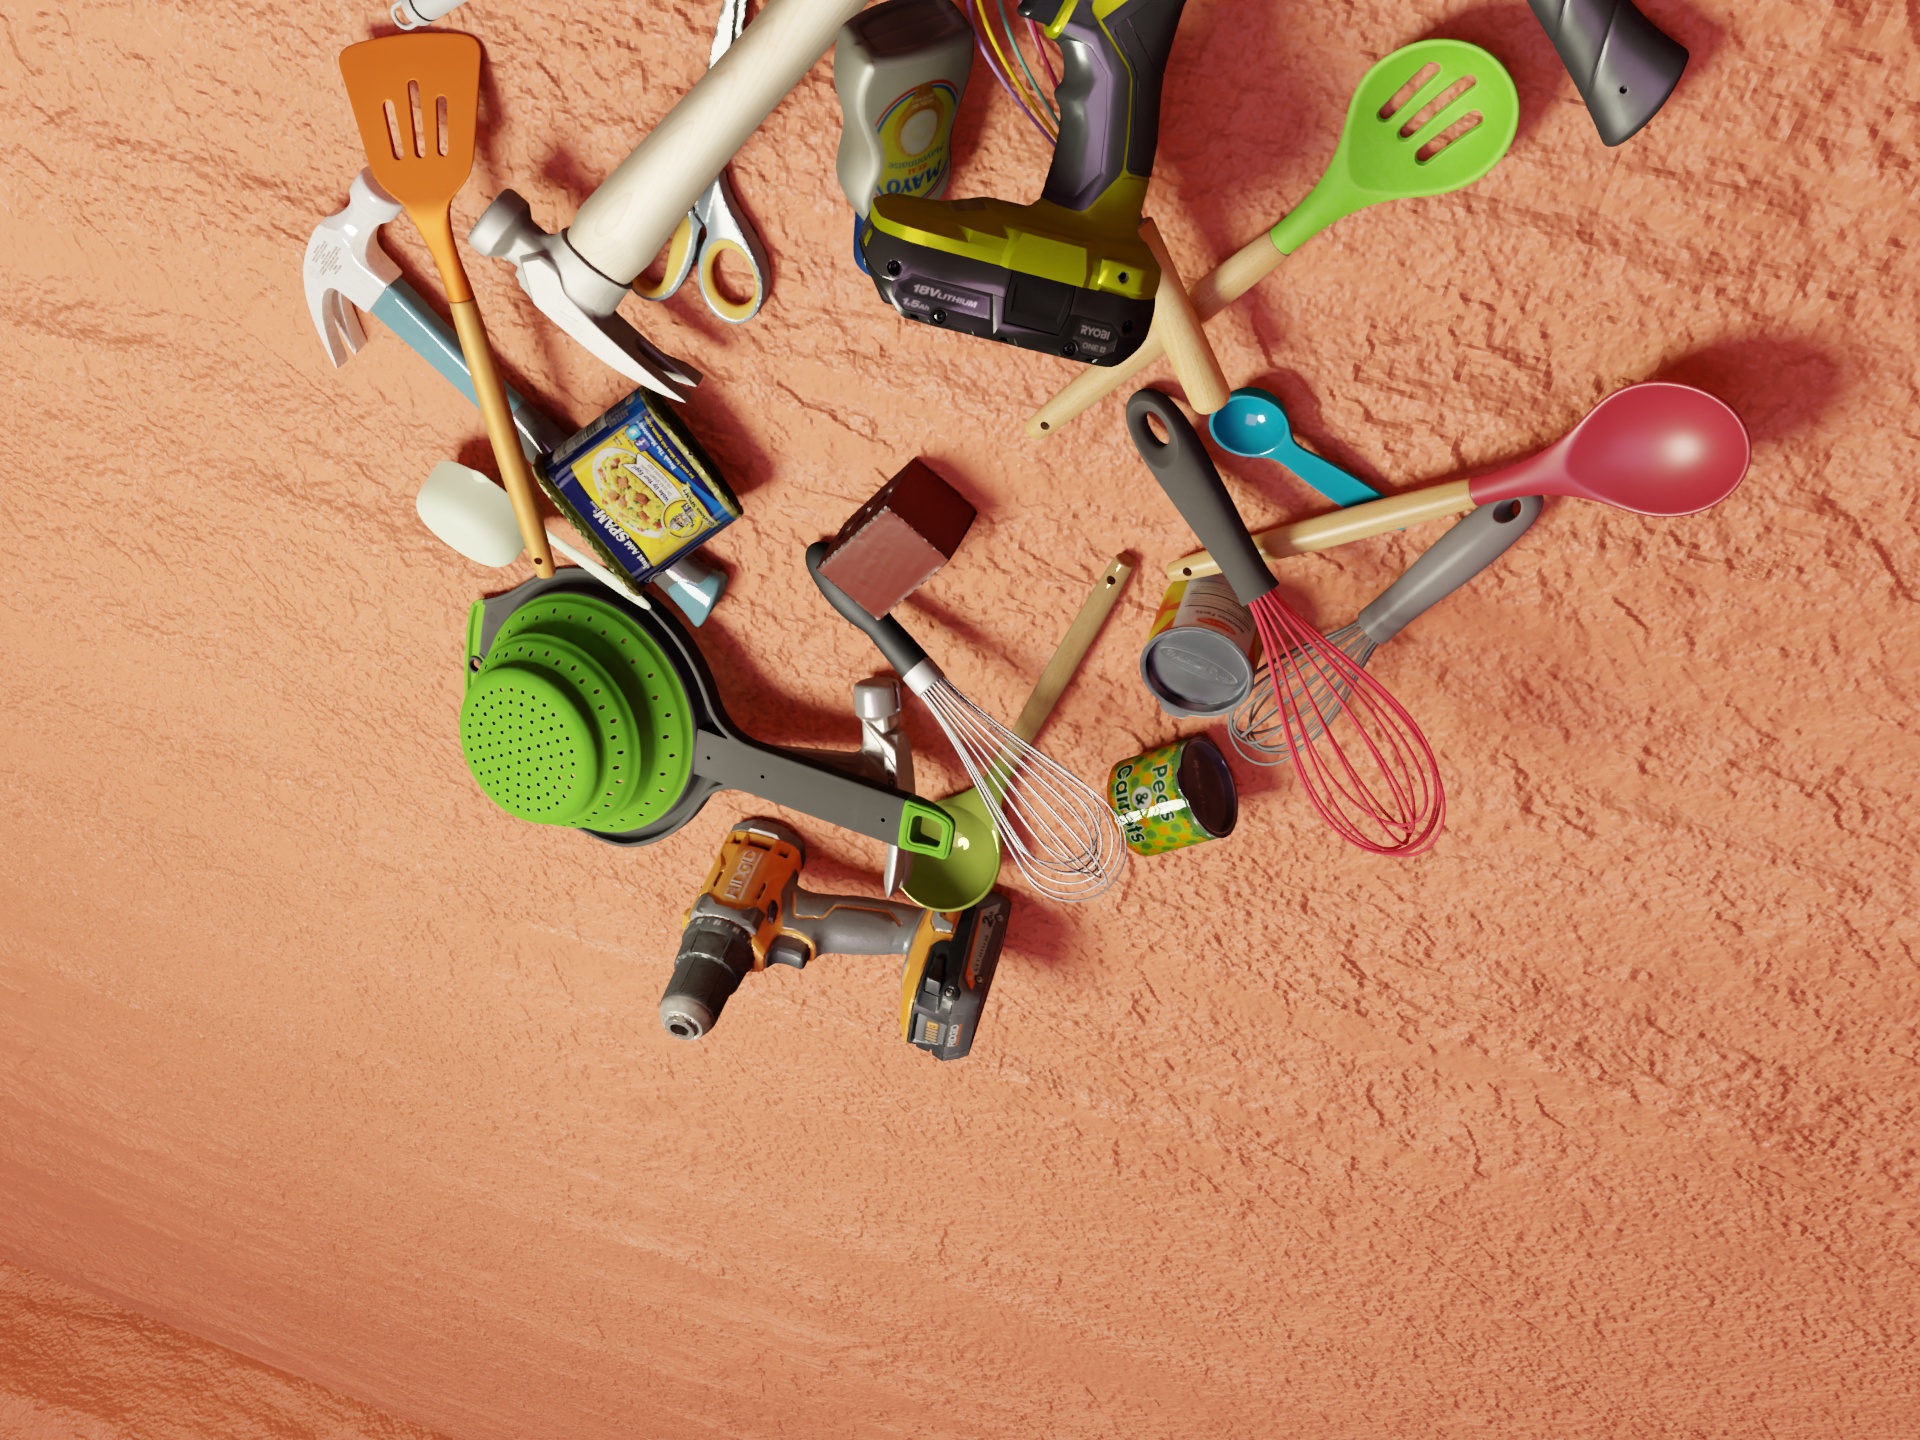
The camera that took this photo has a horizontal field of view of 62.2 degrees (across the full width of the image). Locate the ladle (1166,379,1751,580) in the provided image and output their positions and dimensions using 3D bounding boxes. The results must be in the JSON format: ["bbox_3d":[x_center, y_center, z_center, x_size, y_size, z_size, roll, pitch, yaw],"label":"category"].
[{"bbox_3d":[0.242,-0.110,0.825,0.315,0.031,0.069,-12,110,39],"label":"ladle"}]

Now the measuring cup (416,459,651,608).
[{"bbox_3d":[-0.282,-0.108,1.044,0.167,0.038,0.083,33,162,0],"label":"measuring cup"}]

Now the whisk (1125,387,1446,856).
[{"bbox_3d":[0.172,-0.051,0.863,0.073,0.073,0.296,-30,93,40],"label":"whisk"}]

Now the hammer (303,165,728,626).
[{"bbox_3d":[-0.272,-0.184,1.002,0.330,0.033,0.128,45,132,-18],"label":"hammer"}]

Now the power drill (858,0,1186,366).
[{"bbox_3d":[0.031,-0.283,0.674,0.190,0.080,0.228,11,115,-12],"label":"power drill"}]

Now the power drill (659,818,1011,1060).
[{"bbox_3d":[-0.093,0.172,1.144,0.226,0.185,0.084,15,133,7],"label":"power drill"}]

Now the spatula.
[{"bbox_3d":[-0.282,-0.228,0.934,0.081,0.041,0.322,-3,126,7],"label":"spatula"}]

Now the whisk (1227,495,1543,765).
[{"bbox_3d":[0.233,-0.050,0.890,0.055,0.055,0.239,35,131,-10],"label":"whisk"}]

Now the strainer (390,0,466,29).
[{"bbox_3d":[-0.201,-0.390,0.778,0.258,0.050,0.086,-7,138,36],"label":"strainer"}]

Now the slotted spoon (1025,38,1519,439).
[{"bbox_3d":[0.137,-0.224,0.788,0.070,0.031,0.313,43,135,-16],"label":"slotted spoon"}]

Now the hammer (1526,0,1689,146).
[{"bbox_3d":[0.164,-0.396,0.612,0.149,0.036,0.408,-24,117,39],"label":"hammer"}]

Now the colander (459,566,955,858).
[{"bbox_3d":[-0.197,0.029,1.059,0.397,0.094,0.204,18,116,19],"label":"colander"}]

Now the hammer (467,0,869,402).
[{"bbox_3d":[-0.084,-0.319,0.776,0.146,0.038,0.410,39,130,-20],"label":"hammer"}]

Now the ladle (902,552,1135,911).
[{"bbox_3d":[0.035,0.014,1.032,0.078,0.062,0.320,37,134,9],"label":"ladle"}]

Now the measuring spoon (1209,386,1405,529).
[{"bbox_3d":[0.190,-0.141,0.851,0.128,0.021,0.042,29,144,-16],"label":"measuring spoon"}]

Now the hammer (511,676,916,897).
[{"bbox_3d":[-0.198,0.034,1.141,0.359,0.037,0.149,4,106,25],"label":"hammer"}]

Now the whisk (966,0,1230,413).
[{"bbox_3d":[0.076,-0.258,0.759,0.051,0.047,0.244,-8,122,42],"label":"whisk"}]

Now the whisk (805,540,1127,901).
[{"bbox_3d":[-0.002,-0.002,0.992,0.284,0.070,0.070,49,134,4],"label":"whisk"}]
